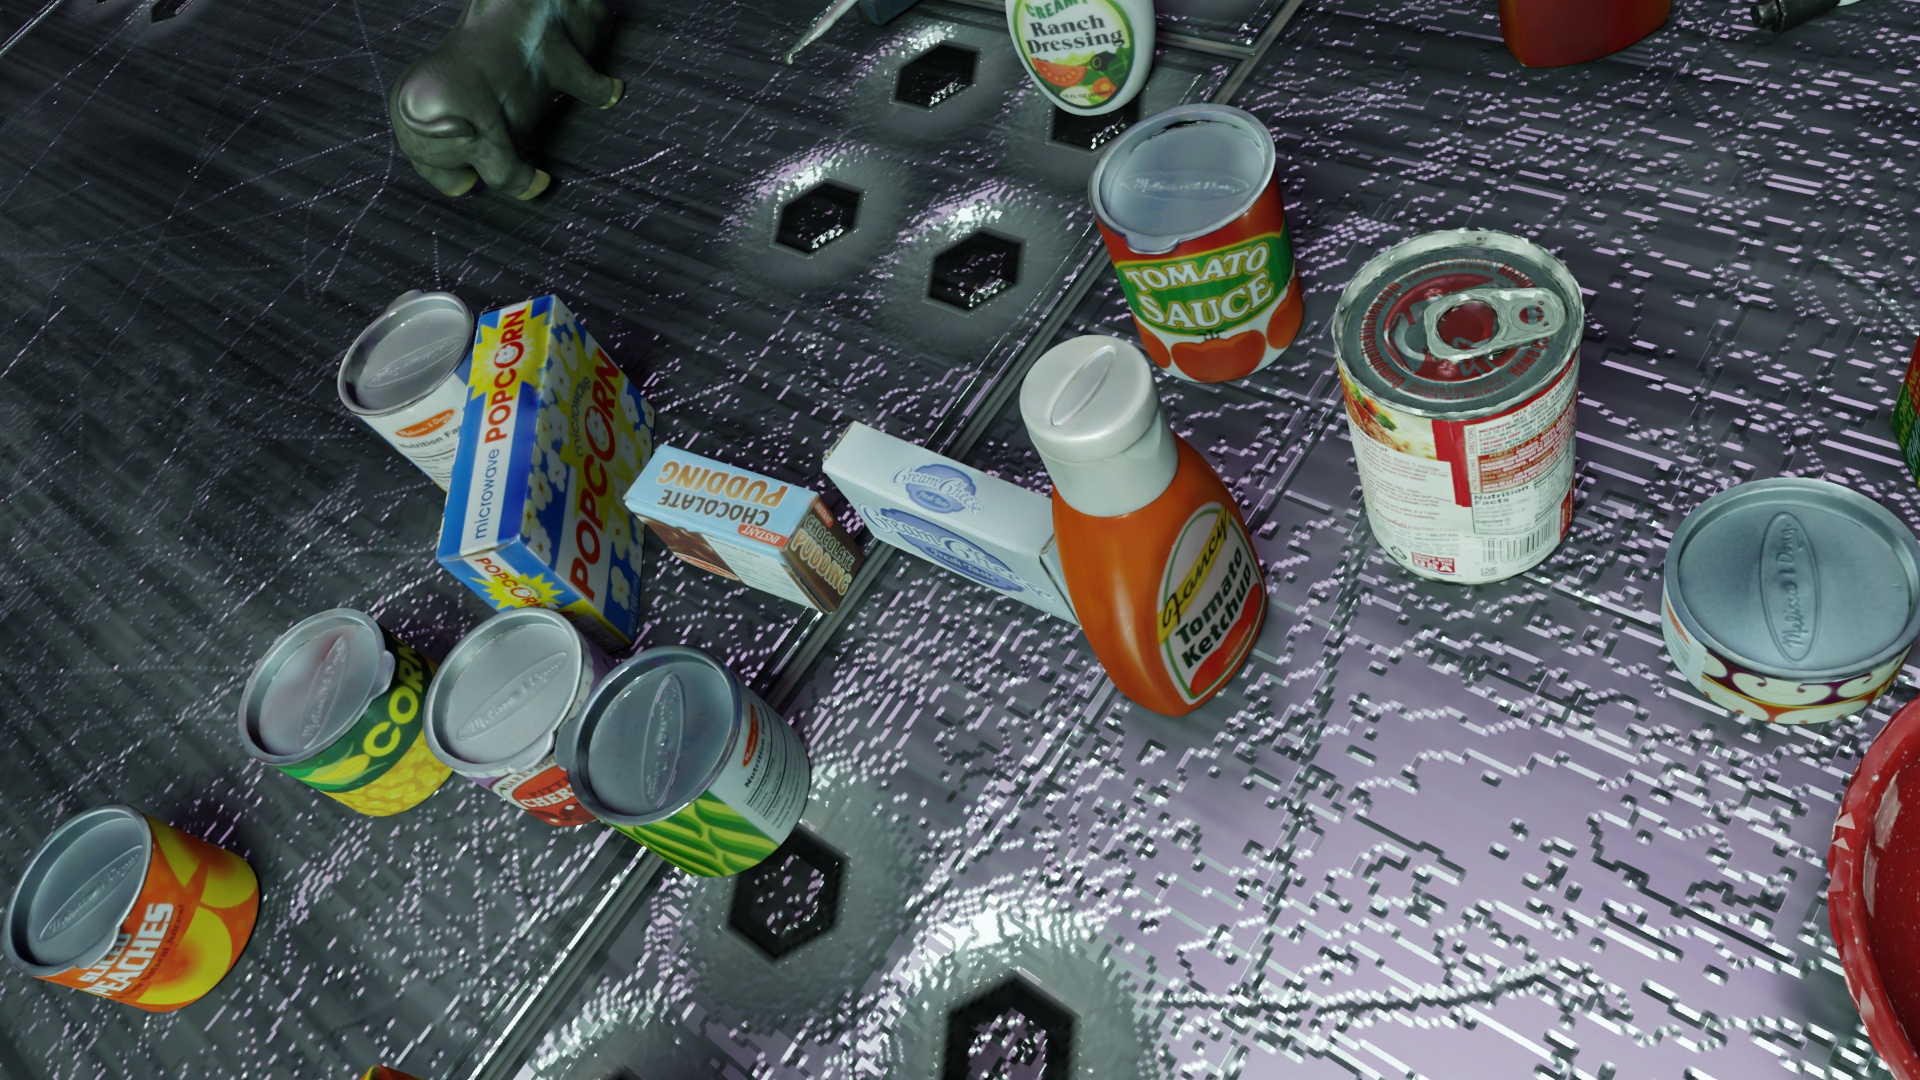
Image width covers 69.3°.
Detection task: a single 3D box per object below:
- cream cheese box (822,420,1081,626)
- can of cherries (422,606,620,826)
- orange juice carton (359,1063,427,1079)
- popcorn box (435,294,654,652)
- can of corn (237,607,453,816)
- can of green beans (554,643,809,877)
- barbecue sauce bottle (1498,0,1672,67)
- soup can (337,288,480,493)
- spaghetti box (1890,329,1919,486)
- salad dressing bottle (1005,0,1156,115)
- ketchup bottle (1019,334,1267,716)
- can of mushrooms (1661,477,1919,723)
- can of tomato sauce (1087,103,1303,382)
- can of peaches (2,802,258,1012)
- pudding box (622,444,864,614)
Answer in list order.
[{"bbox_3d":[0.002,-0.006,0.508,0.104,0.053,0.024,23,70,33],"label":"cream cheese box"},{"bbox_3d":[-0.155,0.069,0.520,0.071,0.058,0.072,-11,55,16],"label":"can of cherries"},{"bbox_3d":[-0.119,0.191,0.341,0.073,0.192,0.072,34,76,35],"label":"orange juice carton"},{"bbox_3d":[-0.166,-0.026,0.570,0.038,0.085,0.127,-14,55,14],"label":"popcorn box"},{"bbox_3d":[-0.237,0.069,0.554,0.071,0.058,0.071,-11,55,16],"label":"can of corn"},{"bbox_3d":[-0.094,0.078,0.489,0.071,0.057,0.071,-11,55,16],"label":"can of green beans"},{"bbox_3d":[0.231,-0.247,0.511,0.065,0.148,0.044,-15,54,13],"label":"barbecue sauce bottle"},{"bbox_3d":[-0.220,-0.060,0.616,0.071,0.083,0.072,-11,56,16],"label":"soup can"},{"bbox_3d":[0.402,-0.063,0.382,0.250,0.050,0.029,-12,55,15],"label":"spaghetti box"},{"bbox_3d":[0.042,-0.251,0.592,0.064,0.147,0.044,2,60,24],"label":"salad dressing bottle"},{"bbox_3d":[0.056,-0.003,0.424,0.043,0.148,0.065,26,72,34],"label":"ketchup bottle"},{"bbox_3d":[0.244,0.018,0.405,0.071,0.033,0.071,-11,55,16],"label":"can of mushrooms"},{"bbox_3d":[0.090,-0.107,0.519,0.071,0.082,0.071,-11,56,16],"label":"can of tomato sauce"},{"bbox_3d":[-0.319,0.145,0.539,0.071,0.058,0.071,-11,55,16],"label":"can of peaches"},{"bbox_3d":[-0.085,-0.005,0.545,0.084,0.049,0.030,17,67,30],"label":"pudding box"}]
